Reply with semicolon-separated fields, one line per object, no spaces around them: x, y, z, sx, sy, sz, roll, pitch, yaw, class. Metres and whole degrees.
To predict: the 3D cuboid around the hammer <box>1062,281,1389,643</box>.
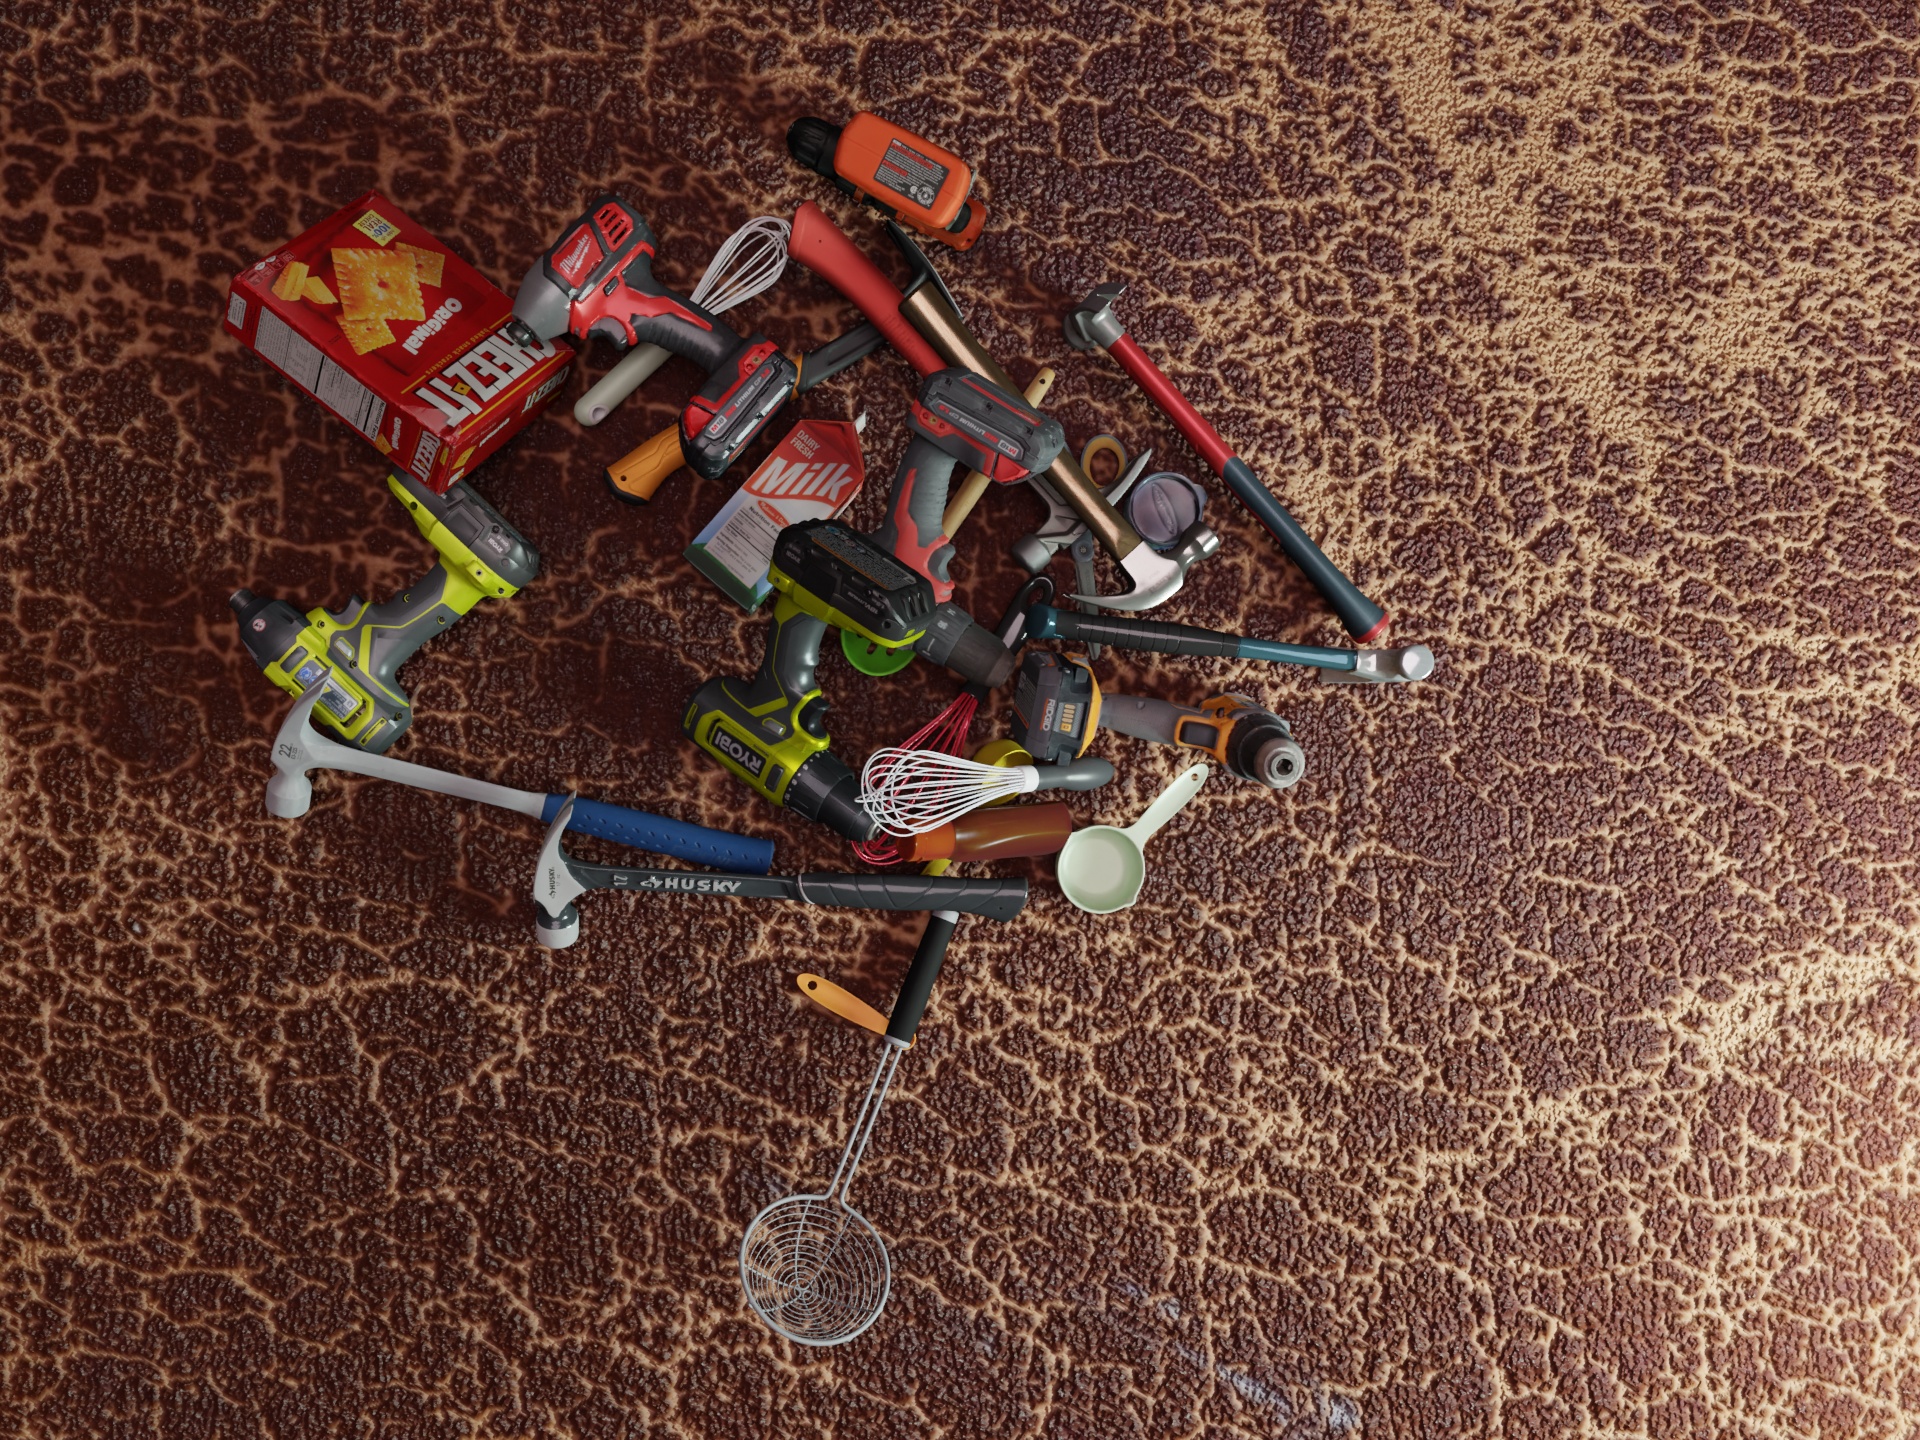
0.235;-0.214;1.357;0.038;0.143;0.386;-44;98;-1;hammer

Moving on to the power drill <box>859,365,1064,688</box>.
0.000;-0.151;1.292;0.188;0.080;0.226;33;113;4;power drill

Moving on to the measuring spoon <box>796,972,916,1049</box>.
-0.091;0.251;1.378;0.117;0.011;0.021;30;79;-1;measuring spoon

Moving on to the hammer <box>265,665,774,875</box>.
-0.352;0.064;1.304;0.405;0.035;0.144;15;126;-14;hammer

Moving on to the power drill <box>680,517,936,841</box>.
-0.111;-0.028;1.283;0.191;0.080;0.228;35;118;15;power drill

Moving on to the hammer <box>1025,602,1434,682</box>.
0.221;-0.065;1.354;0.331;0.128;0.033;7;88;-3;hammer

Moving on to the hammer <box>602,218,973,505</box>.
-0.160;-0.292;1.361;0.337;0.034;0.127;-32;93;-5;hammer

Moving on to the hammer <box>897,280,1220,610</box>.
0.066;-0.226;1.327;0.130;0.031;0.331;-43;99;-5;hammer

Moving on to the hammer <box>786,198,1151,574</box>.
-0.005;-0.300;1.344;0.149;0.037;0.359;-45;99;-4;hammer

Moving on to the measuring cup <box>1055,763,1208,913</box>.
0.152;0.097;1.389;0.167;0.038;0.083;-44;94;-6;measuring cup

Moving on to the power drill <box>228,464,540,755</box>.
-0.475;-0.103;1.310;0.171;0.080;0.223;44;89;-5;power drill

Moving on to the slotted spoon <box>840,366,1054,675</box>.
-0.005;-0.175;1.380;0.070;0.031;0.314;33;85;-4;slotted spoon

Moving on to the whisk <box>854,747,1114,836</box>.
0.028;0.049;1.303;0.284;0.070;0.070;-4;90;-44;whisk

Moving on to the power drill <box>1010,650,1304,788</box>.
0.165;0.006;1.312;0.226;0.185;0.084;10;100;-7;power drill

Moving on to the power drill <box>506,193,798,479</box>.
-0.251;-0.304;1.287;0.219;0.078;0.143;41;79;-5;power drill

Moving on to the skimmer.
-0.072;0.326;1.317;0.127;0.090;0.363;22;80;-4;skimmer

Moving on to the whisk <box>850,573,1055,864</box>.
-0.002;-0.004;1.366;0.073;0.073;0.296;34;80;-4;whisk

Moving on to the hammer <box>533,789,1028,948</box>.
-0.147;0.134;1.323;0.409;0.036;0.149;3;125;-6;hammer

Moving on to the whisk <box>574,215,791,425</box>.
-0.236;-0.339;1.353;0.246;0.057;0.059;-43;59;-1;whisk

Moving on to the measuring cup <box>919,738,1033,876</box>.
0.003;0.081;1.376;0.156;0.062;0.029;-52;52;9;measuring cup
